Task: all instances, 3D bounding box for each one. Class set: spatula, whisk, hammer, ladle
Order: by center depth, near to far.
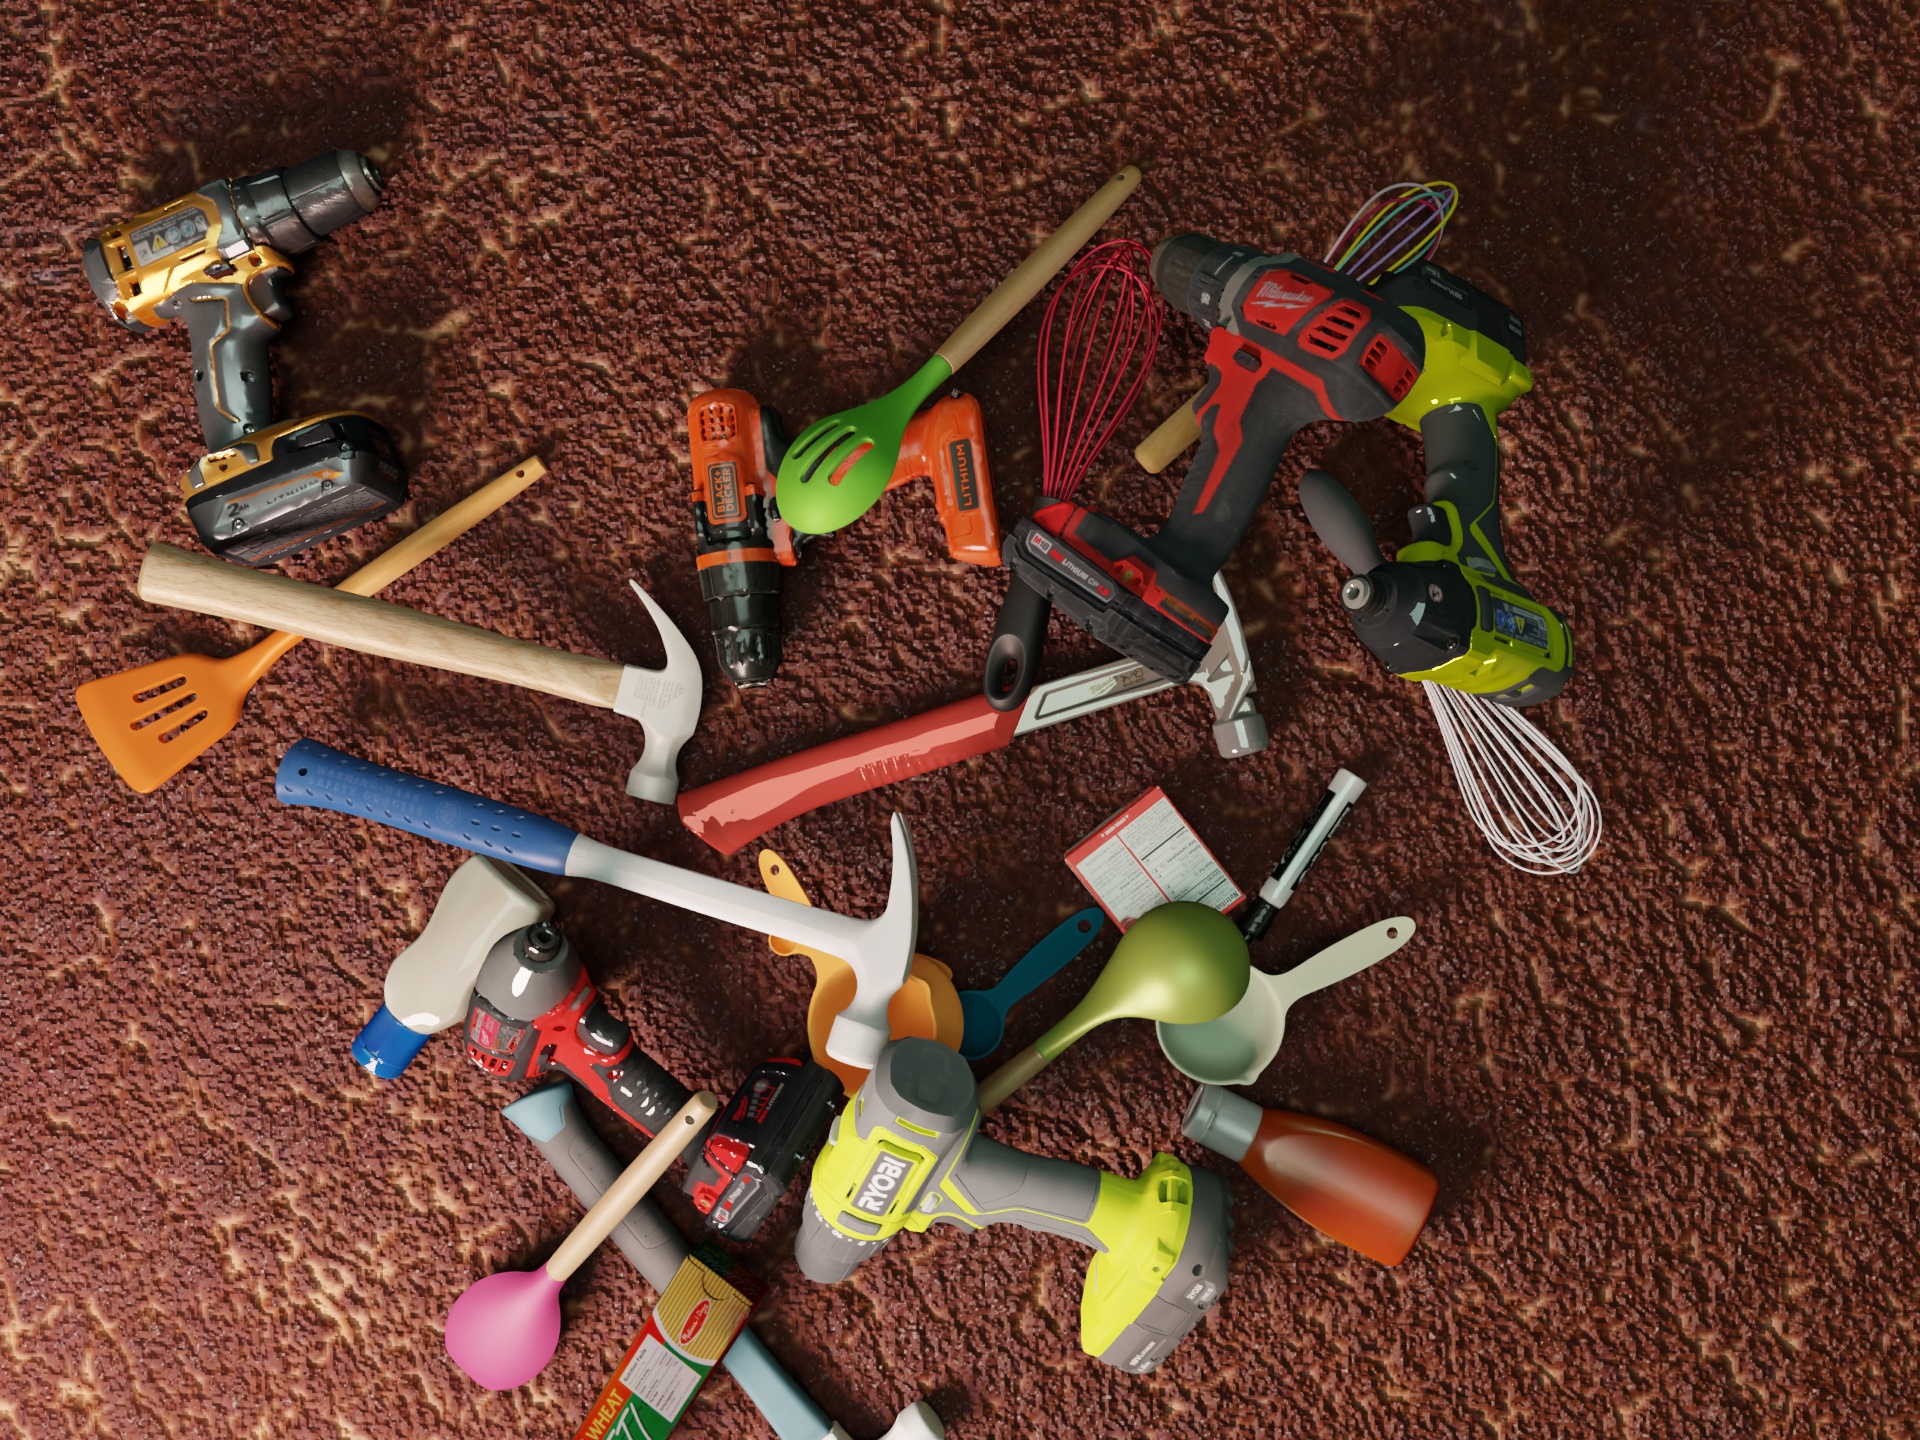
[{"bbox_3d":[0.061,-0.148,0.943,0.073,0.073,0.296,15,85,4],"label":"whisk"},{"bbox_3d":[-0.217,0.077,0.944,0.405,0.035,0.144,15,84,11],"label":"hammer"},{"bbox_3d":[0.285,-0.031,0.947,0.070,0.070,0.285,-33,83,3],"label":"whisk"},{"bbox_3d":[0.037,0.216,0.950,0.320,0.062,0.078,-41,44,17],"label":"ladle"},{"bbox_3d":[-0.318,-0.051,0.961,0.331,0.031,0.130,15,89,-11],"label":"hammer"},{"bbox_3d":[0.202,-0.238,0.963,0.245,0.051,0.047,-42,67,7],"label":"whisk"},{"bbox_3d":[-0.002,-0.003,0.973,0.359,0.036,0.149,-17,89,3],"label":"hammer"},{"bbox_3d":[-0.163,0.355,0.985,0.128,0.033,0.331,-41,87,2],"label":"hammer"},{"bbox_3d":[-0.398,-0.073,0.998,0.322,0.041,0.081,-34,87,2],"label":"spatula"}]

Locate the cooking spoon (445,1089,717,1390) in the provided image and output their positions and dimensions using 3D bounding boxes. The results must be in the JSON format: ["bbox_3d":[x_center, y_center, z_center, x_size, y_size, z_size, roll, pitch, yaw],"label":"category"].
[{"bbox_3d":[-0.225,0.309,0.930,0.069,0.017,0.318,42,119,3],"label":"cooking spoon"}]

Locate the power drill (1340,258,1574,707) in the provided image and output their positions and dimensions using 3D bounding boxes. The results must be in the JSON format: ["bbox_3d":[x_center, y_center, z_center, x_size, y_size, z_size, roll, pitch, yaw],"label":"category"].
[{"bbox_3d":[0.261,-0.129,0.878,0.171,0.080,0.223,13,67,-39],"label":"power drill"}]

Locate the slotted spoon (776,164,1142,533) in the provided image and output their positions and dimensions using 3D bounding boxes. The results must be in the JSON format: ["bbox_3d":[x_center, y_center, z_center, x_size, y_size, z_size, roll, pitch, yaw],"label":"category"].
[{"bbox_3d":[0.005,-0.227,0.936,0.070,0.031,0.314,34,72,27],"label":"slotted spoon"}]

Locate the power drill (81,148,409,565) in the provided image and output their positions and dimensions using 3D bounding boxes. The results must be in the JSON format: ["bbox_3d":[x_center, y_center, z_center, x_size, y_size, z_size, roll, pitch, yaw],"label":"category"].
[{"bbox_3d":[-0.418,-0.232,0.983,0.185,0.084,0.226,-23,84,2],"label":"power drill"}]

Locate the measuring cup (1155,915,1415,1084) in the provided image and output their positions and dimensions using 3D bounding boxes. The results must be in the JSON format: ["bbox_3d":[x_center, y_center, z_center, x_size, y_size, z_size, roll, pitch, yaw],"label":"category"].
[{"bbox_3d":[0.195,0.158,0.960,0.167,0.038,0.083,-27,88,1],"label":"measuring cup"}]

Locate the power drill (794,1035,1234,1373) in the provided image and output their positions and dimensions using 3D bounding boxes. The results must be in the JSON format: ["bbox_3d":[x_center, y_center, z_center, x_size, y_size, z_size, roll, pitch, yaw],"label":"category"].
[{"bbox_3d":[0.023,0.291,0.920,0.228,0.080,0.190,22,125,-6],"label":"power drill"}]

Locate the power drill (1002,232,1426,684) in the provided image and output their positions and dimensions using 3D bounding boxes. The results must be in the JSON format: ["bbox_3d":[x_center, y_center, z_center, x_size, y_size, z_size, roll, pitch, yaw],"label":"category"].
[{"bbox_3d":[0.122,-0.155,0.867,0.226,0.080,0.188,-55,45,9],"label":"power drill"}]

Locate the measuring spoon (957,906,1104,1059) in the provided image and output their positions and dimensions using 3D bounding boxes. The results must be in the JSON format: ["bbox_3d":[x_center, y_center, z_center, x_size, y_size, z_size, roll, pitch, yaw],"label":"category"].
[{"bbox_3d":[0.039,0.160,0.983,0.128,0.021,0.042,-40,77,-6],"label":"measuring spoon"}]

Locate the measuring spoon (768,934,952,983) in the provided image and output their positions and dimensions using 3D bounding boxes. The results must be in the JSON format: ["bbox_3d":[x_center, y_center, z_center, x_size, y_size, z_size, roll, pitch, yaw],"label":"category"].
[{"bbox_3d":[-0.062,0.146,0.991,0.117,0.011,0.021,12,101,0],"label":"measuring spoon"}]

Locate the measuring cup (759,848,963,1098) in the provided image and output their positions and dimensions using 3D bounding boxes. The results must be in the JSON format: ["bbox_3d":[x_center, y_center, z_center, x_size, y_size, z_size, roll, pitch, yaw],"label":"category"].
[{"bbox_3d":[-0.064,0.148,0.966,0.095,0.052,0.174,-41,71,20],"label":"measuring cup"}]

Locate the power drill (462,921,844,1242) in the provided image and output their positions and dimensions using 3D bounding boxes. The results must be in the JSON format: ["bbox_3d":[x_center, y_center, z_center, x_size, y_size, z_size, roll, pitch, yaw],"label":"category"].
[{"bbox_3d":[-0.187,0.202,0.933,0.219,0.143,0.079,32,48,1],"label":"power drill"}]
